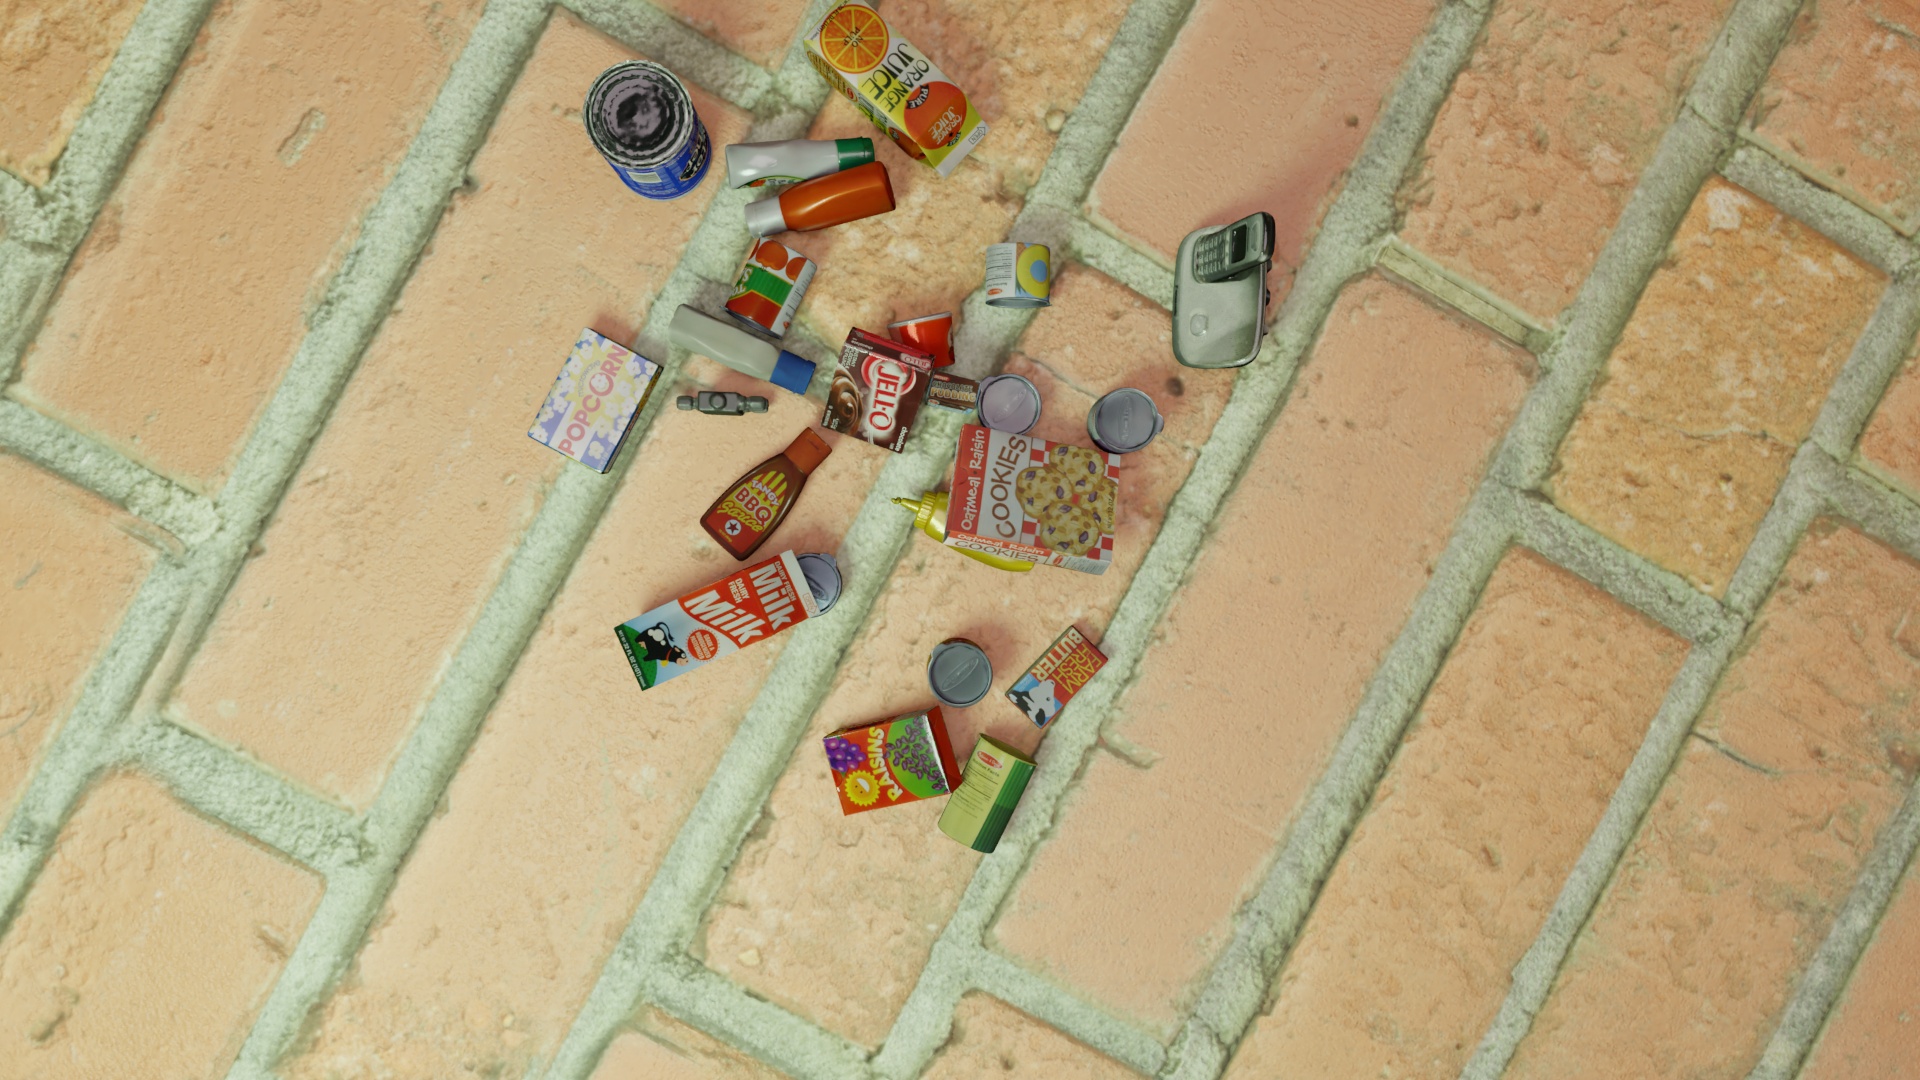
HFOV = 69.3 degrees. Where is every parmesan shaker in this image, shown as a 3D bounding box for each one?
[{"bbox_3d":[0.025,0.259,1.424,0.071,0.071,0.103,26,90,-3],"label":"parmesan shaker"}]

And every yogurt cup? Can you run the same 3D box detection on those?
[{"bbox_3d":[-0.037,-0.201,1.414,0.072,0.072,0.054,-12,100,-3],"label":"yogurt cup"}]

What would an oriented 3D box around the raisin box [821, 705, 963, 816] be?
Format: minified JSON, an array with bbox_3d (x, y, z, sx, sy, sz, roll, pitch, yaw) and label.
[{"bbox_3d":[-0.070,0.224,1.407,0.123,0.040,0.086,-16,93,22],"label":"raisin box"}]

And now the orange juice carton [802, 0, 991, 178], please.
[{"bbox_3d":[-0.064,-0.456,1.403,0.192,0.073,0.072,42,89,-3],"label":"orange juice carton"}]

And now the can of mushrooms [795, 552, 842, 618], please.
[{"bbox_3d":[-0.153,0.044,1.425,0.071,0.033,0.071,0,91,-3],"label":"can of mushrooms"}]

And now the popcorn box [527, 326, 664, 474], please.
[{"bbox_3d":[-0.369,-0.141,1.407,0.085,0.038,0.126,28,89,-3],"label":"popcorn box"}]

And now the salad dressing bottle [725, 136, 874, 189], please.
[{"bbox_3d":[-0.162,-0.384,1.407,0.148,0.064,0.044,-8,100,-11],"label":"salad dressing bottle"}]

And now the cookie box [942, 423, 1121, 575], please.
[{"bbox_3d":[0.073,-0.042,1.395,0.167,0.040,0.123,11,65,-8],"label":"cookie box"}]

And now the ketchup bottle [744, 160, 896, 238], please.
[{"bbox_3d":[-0.143,-0.341,1.408,0.149,0.064,0.043,-14,75,5],"label":"ketchup bottle"}]

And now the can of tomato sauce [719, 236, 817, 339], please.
[{"bbox_3d":[-0.193,-0.255,1.402,0.071,0.071,0.083,27,89,-3],"label":"can of tomato sauce"}]

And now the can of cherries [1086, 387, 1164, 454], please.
[{"bbox_3d":[0.169,-0.121,1.429,0.071,0.058,0.071,0,90,-3],"label":"can of cherries"}]

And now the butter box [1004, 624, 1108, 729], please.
[{"bbox_3d":[0.100,0.142,1.446,0.053,0.024,0.103,45,88,-2],"label":"butter box"}]

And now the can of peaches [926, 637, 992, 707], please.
[{"bbox_3d":[-0.003,0.132,1.423,0.071,0.058,0.071,0,91,-3],"label":"can of peaches"}]

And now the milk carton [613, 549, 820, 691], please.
[{"bbox_3d":[-0.237,0.077,1.381,0.190,0.073,0.072,-24,92,11],"label":"milk carton"}]

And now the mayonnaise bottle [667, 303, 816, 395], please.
[{"bbox_3d":[-0.220,-0.192,1.405,0.148,0.064,0.041,23,86,-7],"label":"mayonnaise bottle"}]

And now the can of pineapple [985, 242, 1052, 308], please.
[{"bbox_3d":[0.060,-0.270,1.418,0.071,0.071,0.058,1,91,-3],"label":"can of pineapple"}]

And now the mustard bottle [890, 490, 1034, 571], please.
[{"bbox_3d":[0.005,-0.018,1.425,0.160,0.048,0.065,20,81,-3],"label":"mustard bottle"}]

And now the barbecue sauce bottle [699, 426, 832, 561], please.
[{"bbox_3d":[-0.194,-0.051,1.416,0.065,0.043,0.148,44,88,-2],"label":"barbecue sauce bottle"}]

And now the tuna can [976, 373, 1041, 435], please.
[{"bbox_3d":[0.048,-0.140,1.434,0.071,0.033,0.071,0,91,-3],"label":"tuna can"}]

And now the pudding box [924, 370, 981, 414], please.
[{"bbox_3d":[-0.008,-0.149,1.405,0.050,0.083,0.030,14,90,-3],"label":"pudding box"}]
